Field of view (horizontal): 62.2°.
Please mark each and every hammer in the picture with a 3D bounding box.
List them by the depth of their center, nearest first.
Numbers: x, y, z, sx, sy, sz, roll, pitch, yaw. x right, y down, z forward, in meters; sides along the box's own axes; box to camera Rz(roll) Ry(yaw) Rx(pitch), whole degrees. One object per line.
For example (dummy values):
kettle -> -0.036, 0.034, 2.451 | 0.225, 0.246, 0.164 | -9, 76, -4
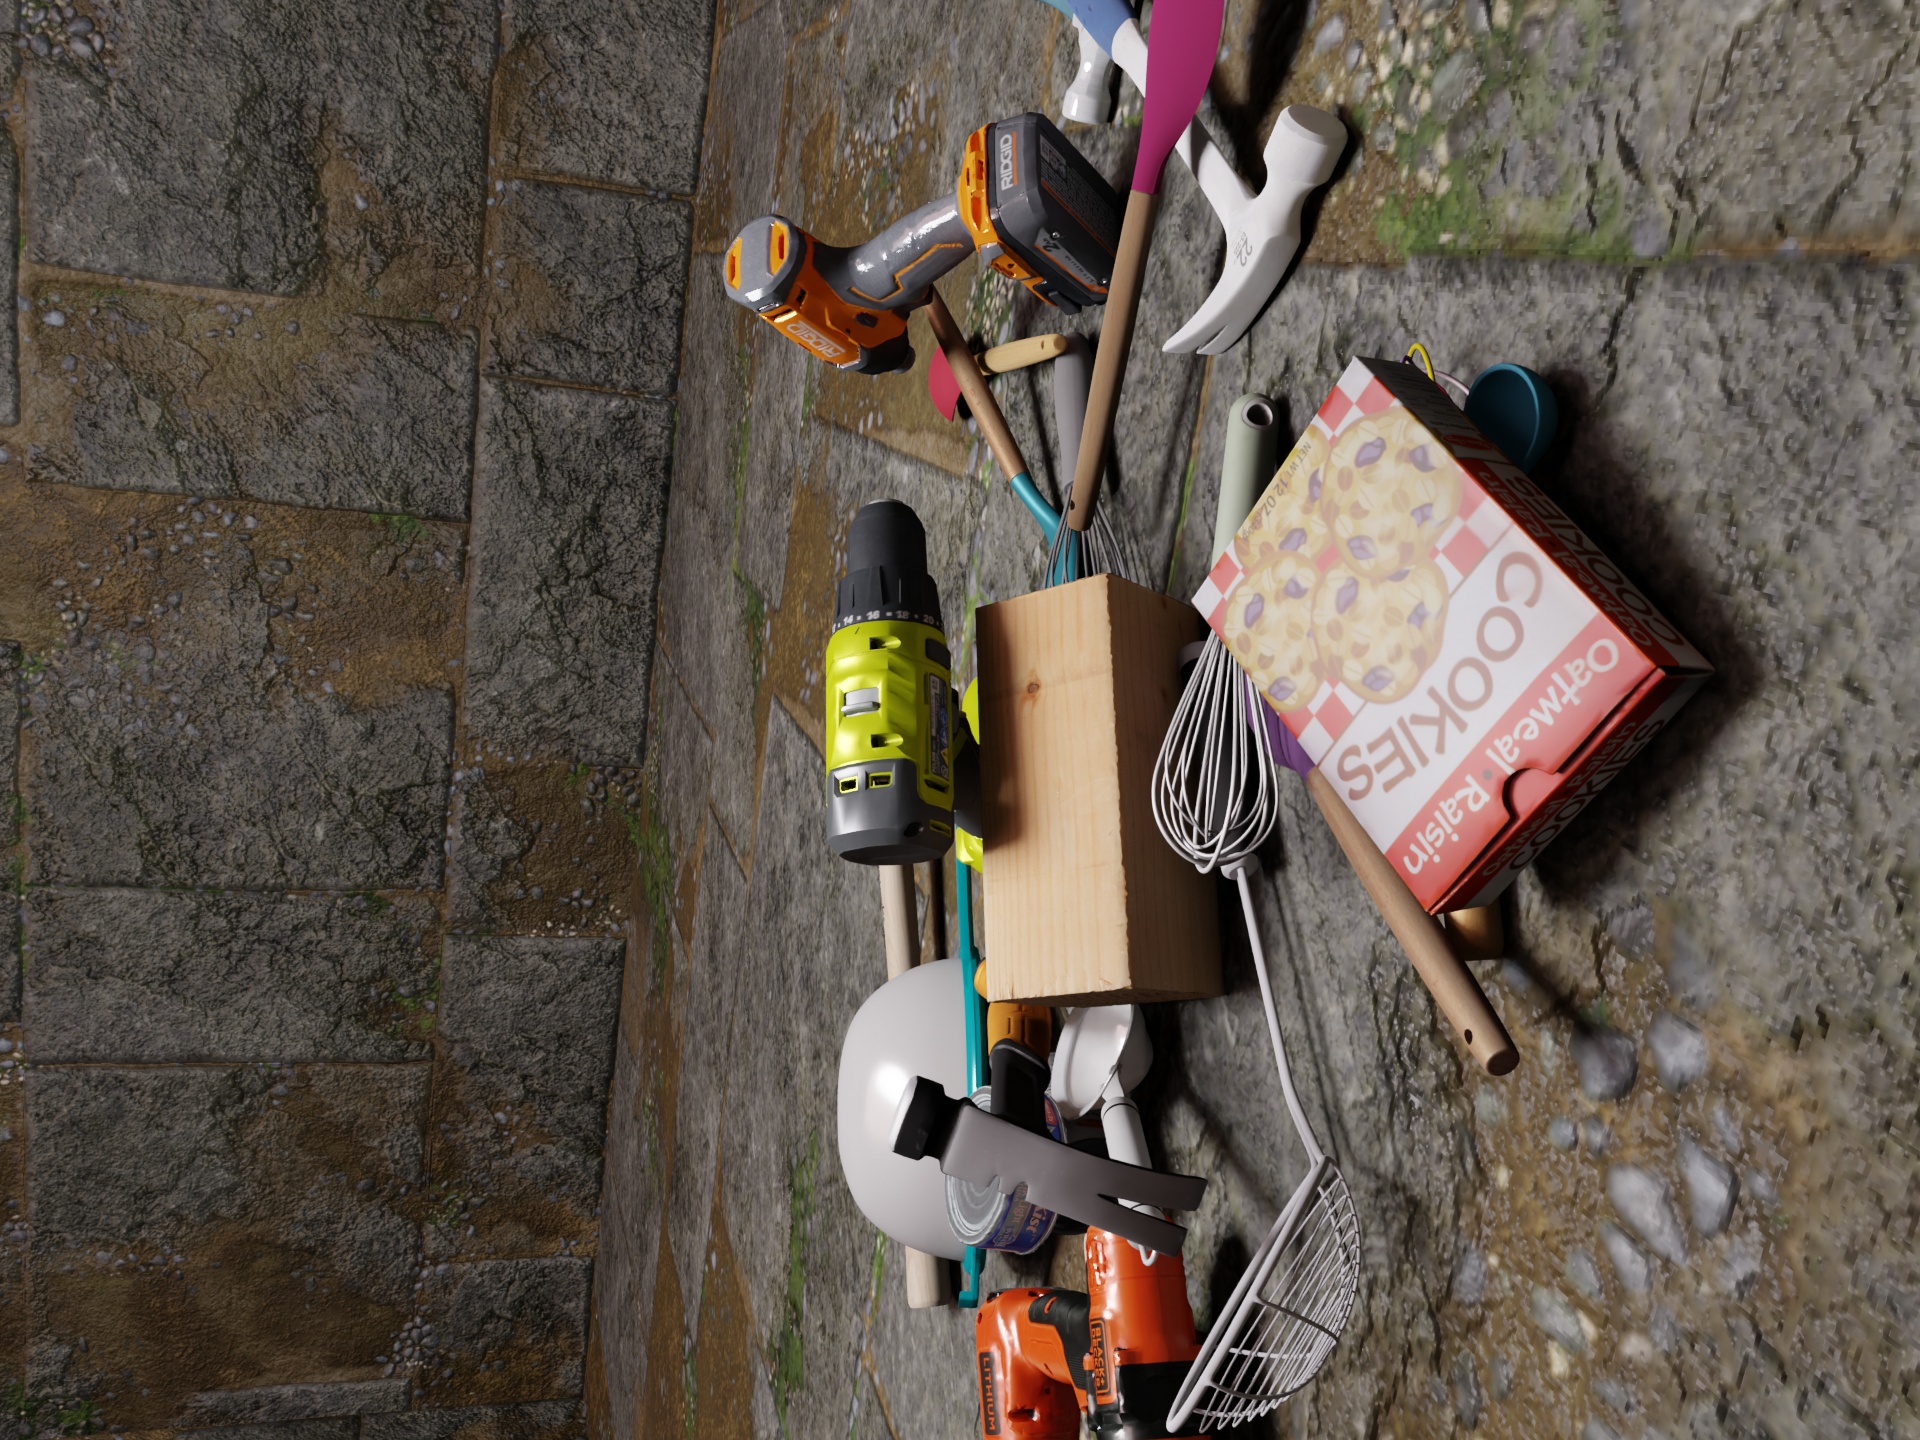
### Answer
hammer -> 0.037, 0.168, 0.788 | 0.337, 0.127, 0.034 | -71, 1, -86
hammer -> 0.094, -0.371, 0.894 | 0.144, 0.035, 0.406 | 113, 147, -45
hammer -> 0.054, -0.514, 1.103 | 0.331, 0.033, 0.128 | -115, 33, -55
hammer -> -0.041, 0.222, 1.190 | 0.146, 0.038, 0.411 | 76, -172, -74

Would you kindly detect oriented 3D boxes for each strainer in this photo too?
strainer -> 0.081, 0.199, 0.808 | 0.087, 0.050, 0.258 | -62, 8, 13
strainer -> -0.034, 0.190, 1.035 | 0.211, 0.095, 0.340 | -108, 16, -83

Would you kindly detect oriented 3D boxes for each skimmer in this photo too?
skimmer -> 0.111, 0.125, 0.728 | 0.127, 0.090, 0.364 | 88, 176, -61

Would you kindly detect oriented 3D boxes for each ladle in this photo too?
ladle -> 0.021, -0.251, 1.122 | 0.315, 0.031, 0.069 | -152, 63, -73

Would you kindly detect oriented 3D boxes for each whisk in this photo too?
whisk -> 0.186, -0.030, 0.618 | 0.047, 0.051, 0.245 | 156, 113, -63
whisk -> 0.127, -0.047, 0.743 | 0.059, 0.058, 0.246 | 112, 169, -68
whisk -> 0.075, -0.140, 0.964 | 0.055, 0.055, 0.239 | 125, 148, -57

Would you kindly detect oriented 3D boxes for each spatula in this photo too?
spatula -> 0.162, 0.035, 0.671 | 0.316, 0.018, 0.059 | -105, 21, -58
spatula -> 0.021, -0.181, 1.065 | 0.082, 0.044, 0.318 | 112, 140, -55

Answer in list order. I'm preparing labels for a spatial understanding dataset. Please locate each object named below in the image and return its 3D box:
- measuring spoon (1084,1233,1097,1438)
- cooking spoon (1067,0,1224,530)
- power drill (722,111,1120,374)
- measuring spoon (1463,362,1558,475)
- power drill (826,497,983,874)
measuring spoon -> 0.078, 0.353, 0.901 | 0.034, 0.018, 0.124 | 117, 151, -50
cooking spoon -> 0.092, -0.252, 0.837 | 0.069, 0.017, 0.318 | -131, 45, -55
power drill -> -0.014, -0.285, 1.010 | 0.226, 0.164, 0.084 | -11, 71, 31
measuring spoon -> 0.212, -0.069, 0.596 | 0.042, 0.021, 0.128 | -175, 80, -68
power drill -> -0.001, -0.003, 0.890 | 0.080, 0.228, 0.191 | -10, 71, 25
